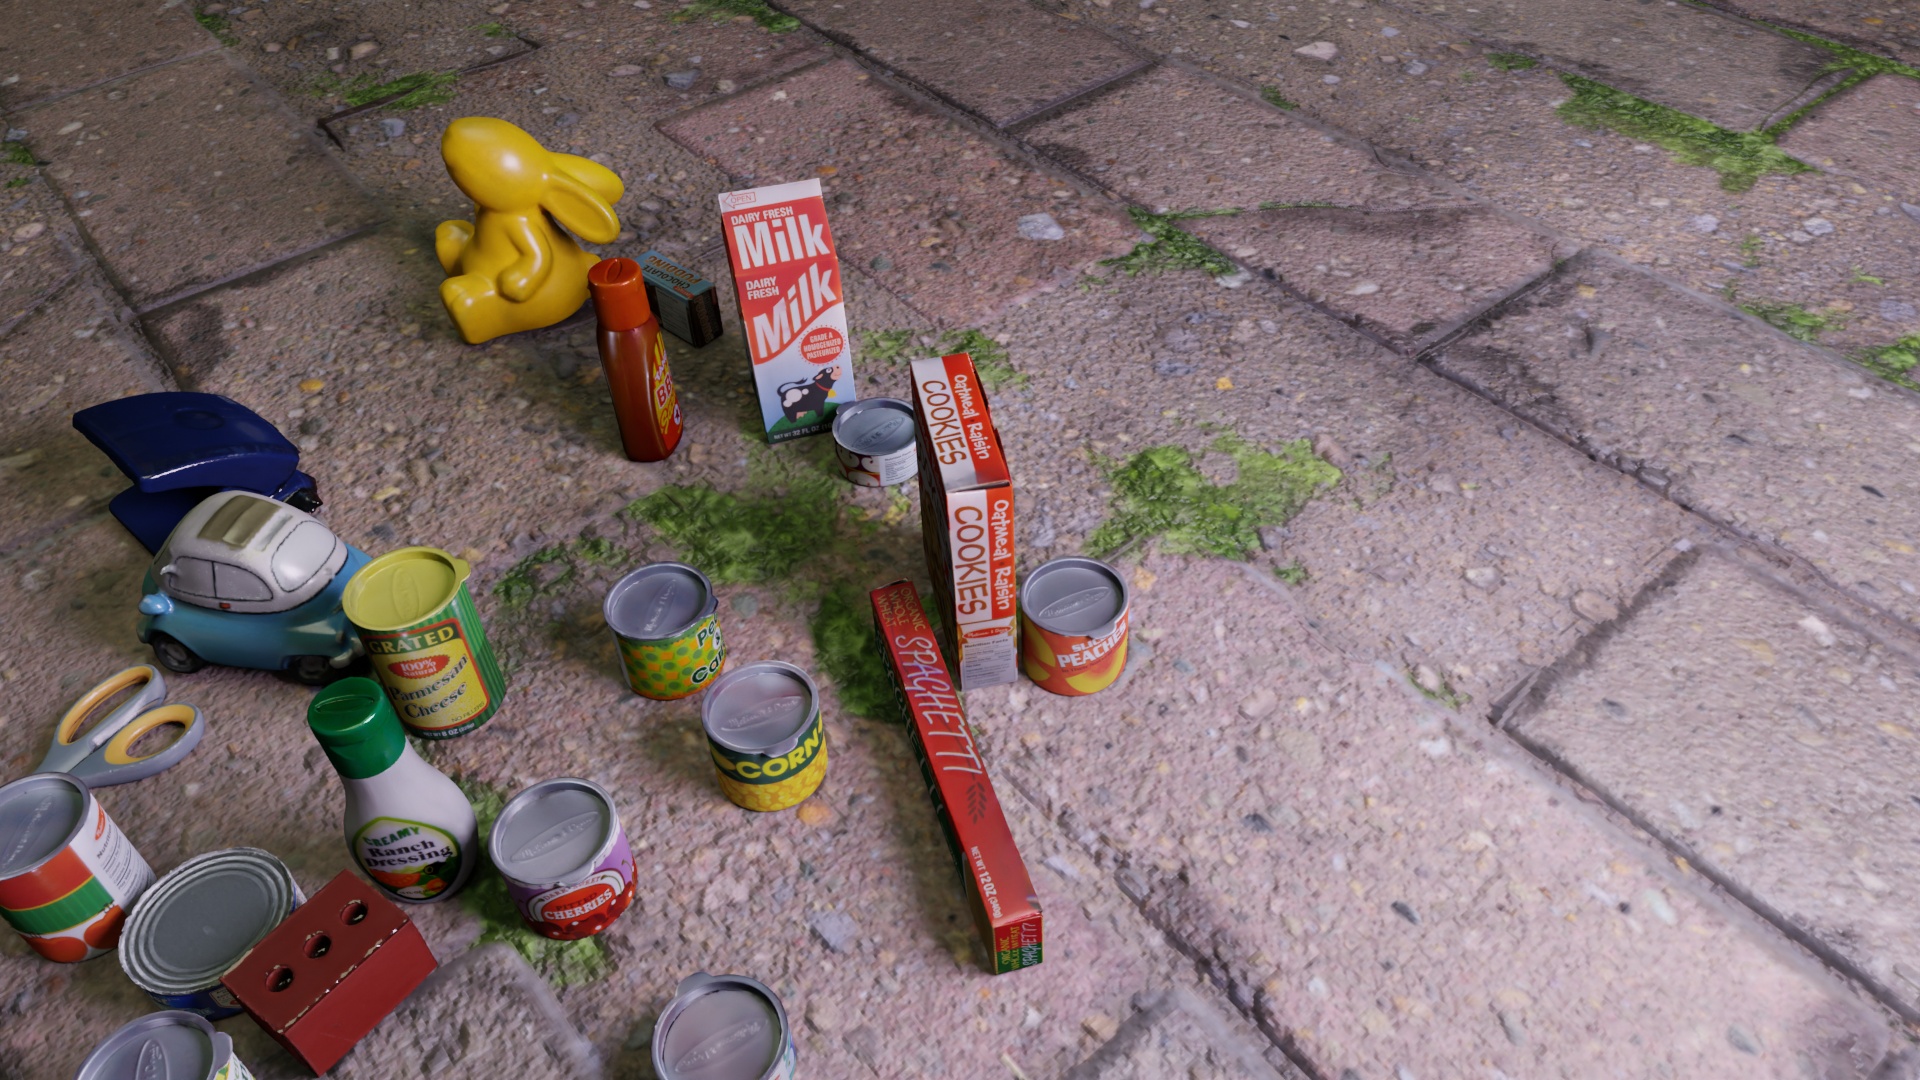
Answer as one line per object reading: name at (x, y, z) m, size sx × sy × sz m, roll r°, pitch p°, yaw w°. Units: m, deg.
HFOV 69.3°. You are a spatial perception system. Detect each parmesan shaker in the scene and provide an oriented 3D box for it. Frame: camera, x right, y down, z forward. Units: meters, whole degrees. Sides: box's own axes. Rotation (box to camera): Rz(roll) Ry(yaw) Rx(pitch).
parmesan shaker at (-0.314, 0.062, 0.828) m, size 0.071 × 0.102 × 0.072 m, roll -2°, pitch 44°, yaw 2°

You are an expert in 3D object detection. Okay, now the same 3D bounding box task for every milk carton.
milk carton at (-0.124, -0.169, 0.996) m, size 0.072 × 0.189 × 0.074 m, roll -13°, pitch 45°, yaw -10°

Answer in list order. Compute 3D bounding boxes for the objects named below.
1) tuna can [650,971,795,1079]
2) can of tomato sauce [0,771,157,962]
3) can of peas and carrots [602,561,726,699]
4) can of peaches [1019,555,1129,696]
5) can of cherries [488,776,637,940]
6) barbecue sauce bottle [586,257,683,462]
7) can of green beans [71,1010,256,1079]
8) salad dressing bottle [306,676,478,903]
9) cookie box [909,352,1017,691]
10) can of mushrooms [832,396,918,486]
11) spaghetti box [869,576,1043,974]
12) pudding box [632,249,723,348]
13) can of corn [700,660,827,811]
tuna can at (-0.116, 0.247, 0.675) m, size 0.071 × 0.032 × 0.071 m, roll -2°, pitch 44°, yaw 2°
can of tomato sauce at (-0.479, 0.174, 0.734) m, size 0.071 × 0.082 × 0.071 m, roll -2°, pitch 44°, yaw 2°
can of peas and carrots at (-0.179, 0.056, 0.859) m, size 0.071 × 0.058 × 0.071 m, roll -2°, pitch 44°, yaw 2°
can of peaches at (0.070, 0.054, 0.847) m, size 0.071 × 0.057 × 0.071 m, roll -2°, pitch 44°, yaw 2°
can of cherries at (-0.210, 0.172, 0.740) m, size 0.071 × 0.058 × 0.072 m, roll -2°, pitch 44°, yaw 2°
barbecue sauce bottle at (-0.232, -0.129, 0.990) m, size 0.044 × 0.147 × 0.065 m, roll -1°, pitch 44°, yaw 2°
can of green beans at (-0.371, 0.265, 0.652) m, size 0.071 × 0.057 × 0.071 m, roll -2°, pitch 44°, yaw 2°
salad dressing bottle at (-0.296, 0.131, 0.722) m, size 0.064 × 0.146 × 0.044 m, roll -7°, pitch 44°, yaw -4°
cookie box at (0.003, -0.011, 0.840) m, size 0.040 × 0.166 × 0.123 m, roll -9°, pitch 44°, yaw -6°
can of mushrooms at (-0.060, -0.072, 1.004) m, size 0.071 × 0.033 × 0.071 m, roll -2°, pitch 44°, yaw 2°
spaghetti box at (-0.007, 0.123, 0.785) m, size 0.029 × 0.049 × 0.251 m, roll -14°, pitch 45°, yaw -11°
pudding box at (-0.234, -0.198, 1.133) m, size 0.084 × 0.049 × 0.030 m, roll 31°, pitch 53°, yaw 30°
can of corn at (-0.110, 0.114, 0.795) m, size 0.071 × 0.058 × 0.071 m, roll -2°, pitch 44°, yaw 2°
